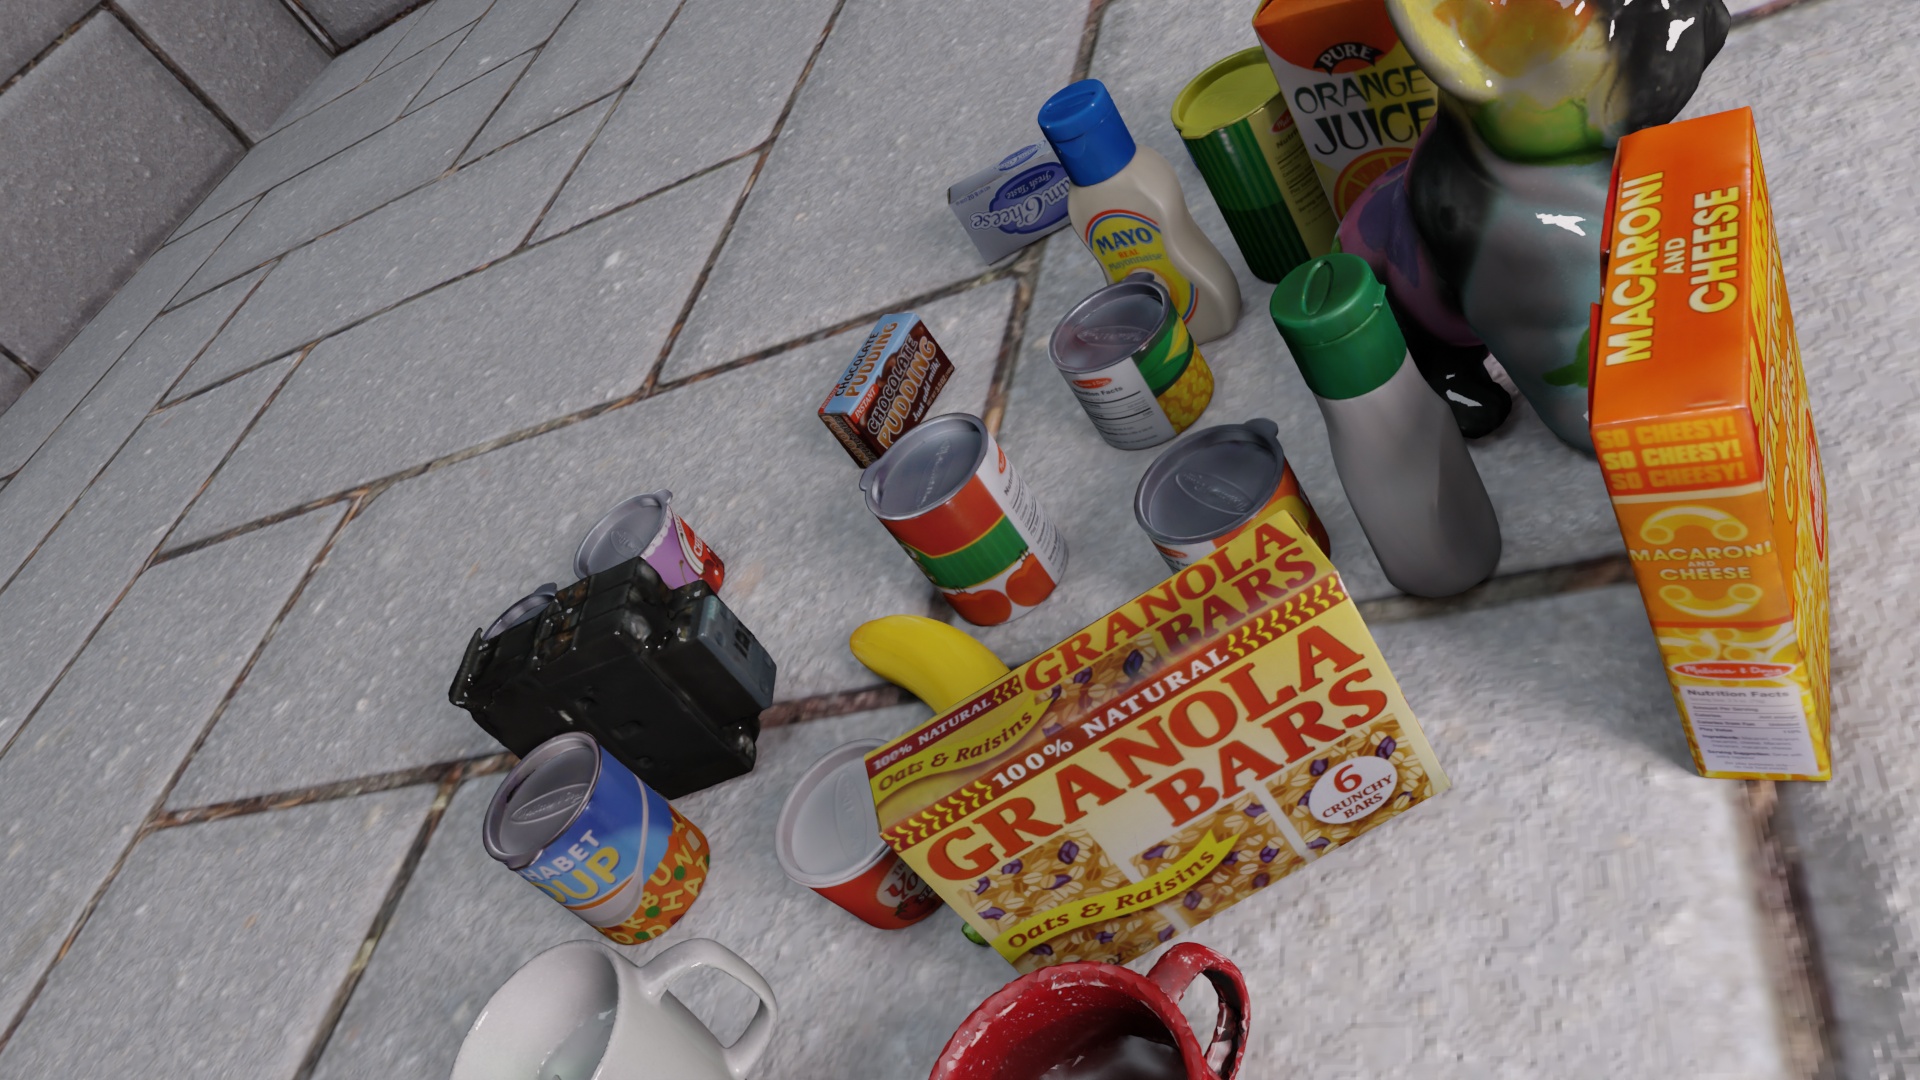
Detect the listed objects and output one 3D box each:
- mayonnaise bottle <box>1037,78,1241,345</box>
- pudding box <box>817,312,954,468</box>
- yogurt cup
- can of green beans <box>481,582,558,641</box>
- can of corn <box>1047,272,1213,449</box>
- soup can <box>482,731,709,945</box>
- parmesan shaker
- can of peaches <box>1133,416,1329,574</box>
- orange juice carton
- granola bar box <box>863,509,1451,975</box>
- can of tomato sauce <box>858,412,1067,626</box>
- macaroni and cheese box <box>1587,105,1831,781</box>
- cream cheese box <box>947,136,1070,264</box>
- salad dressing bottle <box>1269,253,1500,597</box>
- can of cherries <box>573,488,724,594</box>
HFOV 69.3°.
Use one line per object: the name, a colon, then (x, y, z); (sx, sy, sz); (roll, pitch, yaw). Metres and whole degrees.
mayonnaise bottle: (0.088, -0.162, 0.704); (0.064, 0.147, 0.041); (-6, 46, 36)
pudding box: (-0.043, -0.089, 0.817); (0.030, 0.049, 0.084); (3, 52, 42)
yogurt cup: (-0.035, 0.124, 0.575); (0.072, 0.053, 0.073); (-23, 39, 20)
can of green beans: (-0.234, 0.071, 0.795); (0.071, 0.057, 0.071); (-23, 39, 20)
can of corn: (0.088, -0.090, 0.701); (0.071, 0.058, 0.071); (-23, 39, 20)
soup can: (-0.167, 0.141, 0.641); (0.071, 0.083, 0.072); (-23, 39, 20)
parmesan shaker: (0.158, -0.189, 0.713); (0.071, 0.102, 0.072); (-23, 39, 20)
can of peaches: (0.117, -0.008, 0.588); (0.071, 0.058, 0.071); (-23, 39, 20)
orange juice carton: (0.196, -0.221, 0.639); (0.073, 0.192, 0.072); (1, 51, 41)
granola bar box: (0.069, 0.079, 0.478); (0.165, 0.124, 0.039); (-31, 37, 9)
can of tomato sauce: (0.002, -0.008, 0.663); (0.071, 0.083, 0.071); (-23, 39, 20)
macaroni and cheese box: (0.230, -0.024, 0.419); (0.040, 0.166, 0.124); (-6, 47, 36)
cream cheese box: (0.049, -0.222, 0.881); (0.103, 0.053, 0.024); (-24, 38, 17)
salad dressing bottle: (0.158, -0.040, 0.513); (0.044, 0.147, 0.064); (-8, 46, 35)
can of cherries: (-0.179, 0.014, 0.811); (0.071, 0.058, 0.072); (-23, 39, 20)
